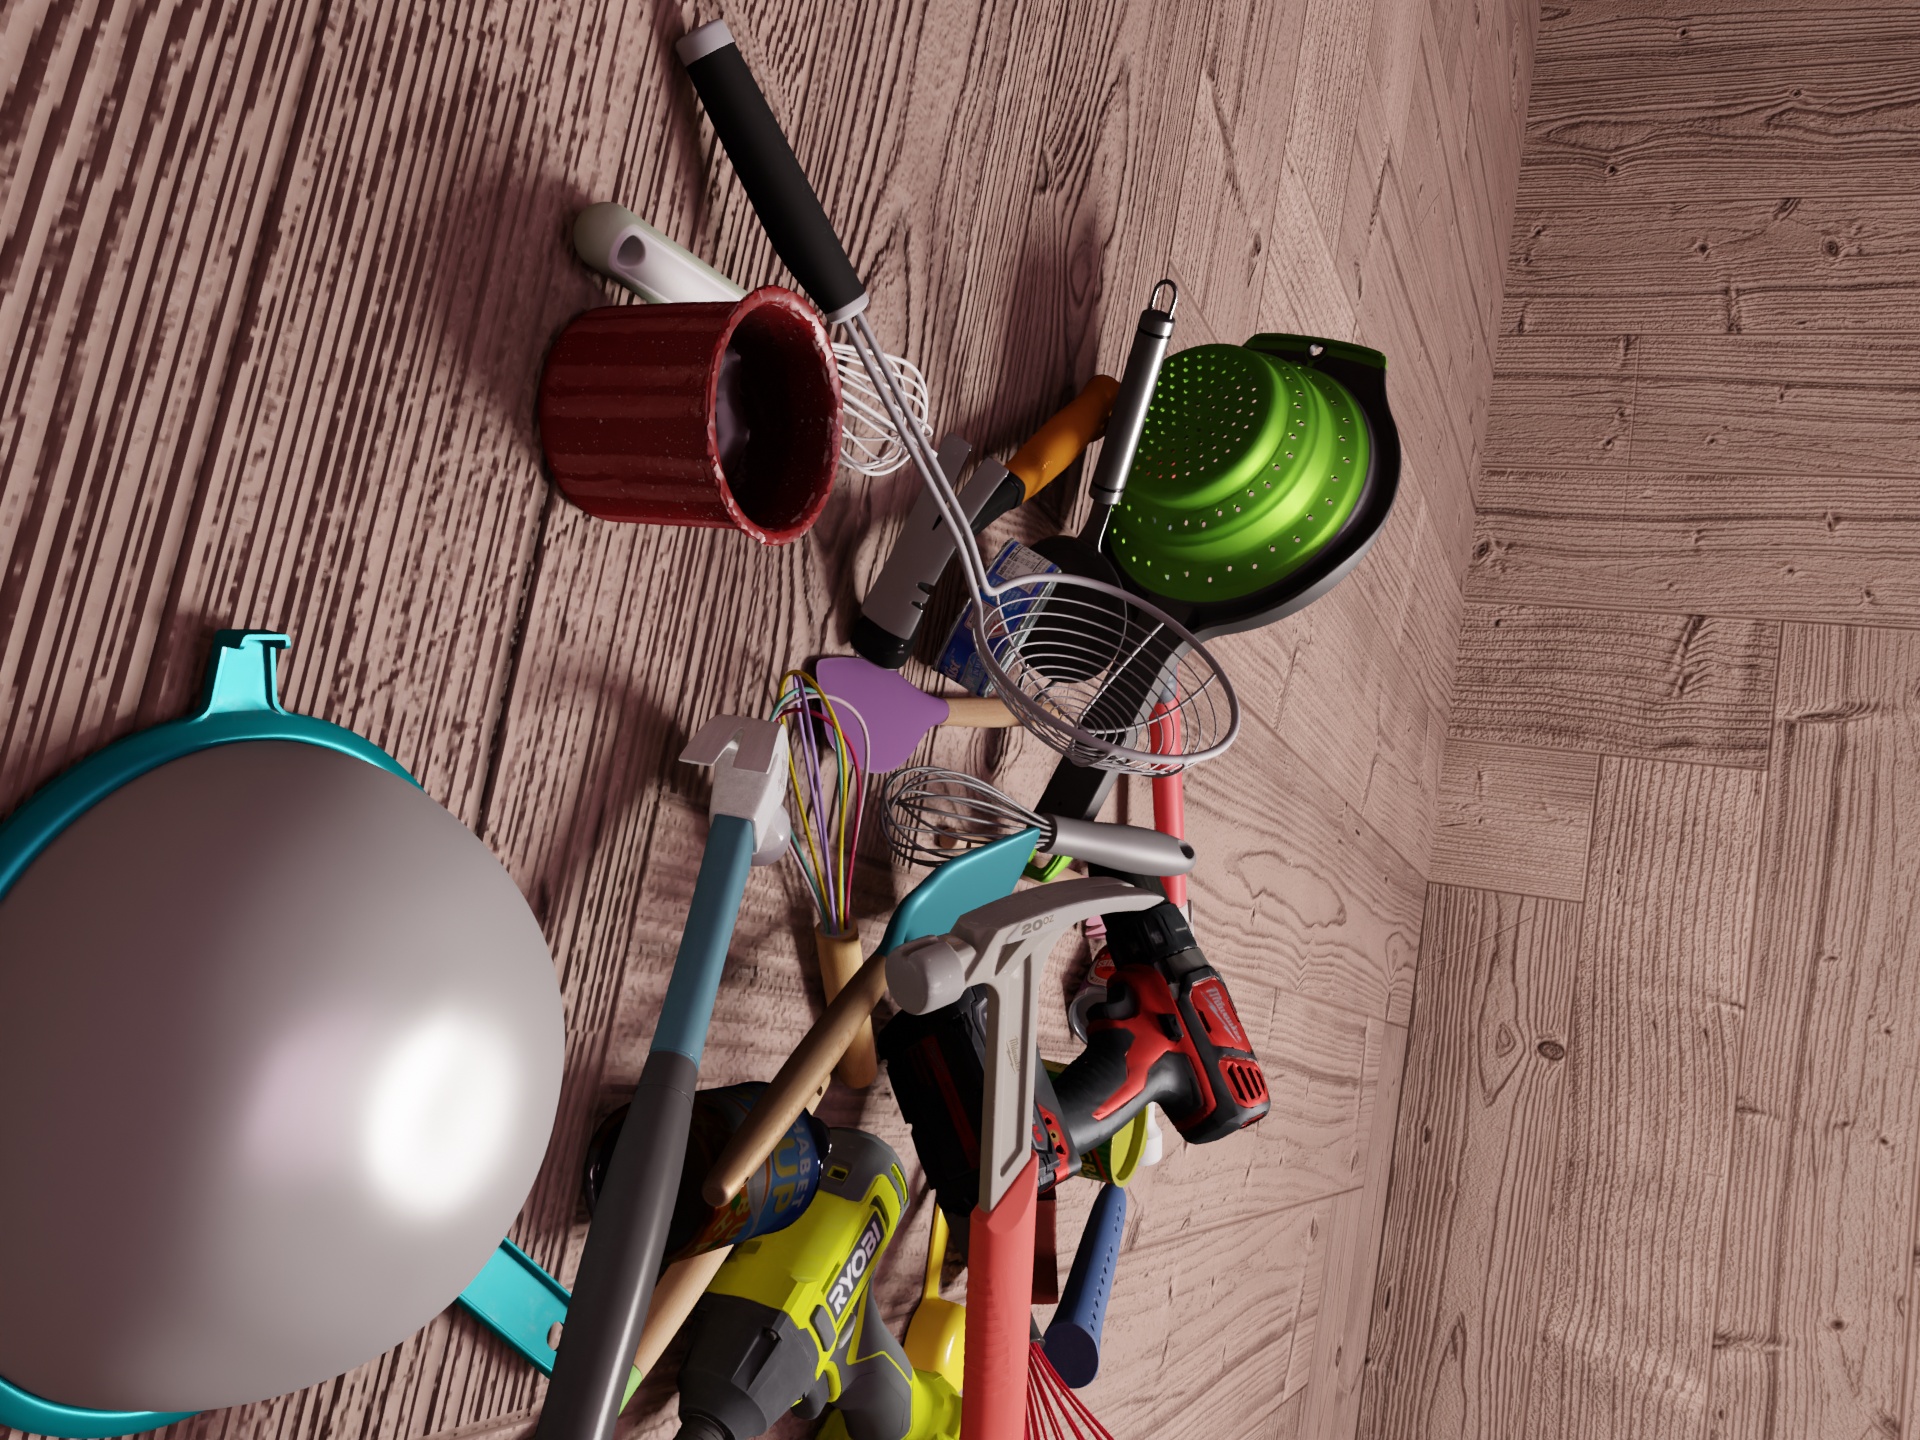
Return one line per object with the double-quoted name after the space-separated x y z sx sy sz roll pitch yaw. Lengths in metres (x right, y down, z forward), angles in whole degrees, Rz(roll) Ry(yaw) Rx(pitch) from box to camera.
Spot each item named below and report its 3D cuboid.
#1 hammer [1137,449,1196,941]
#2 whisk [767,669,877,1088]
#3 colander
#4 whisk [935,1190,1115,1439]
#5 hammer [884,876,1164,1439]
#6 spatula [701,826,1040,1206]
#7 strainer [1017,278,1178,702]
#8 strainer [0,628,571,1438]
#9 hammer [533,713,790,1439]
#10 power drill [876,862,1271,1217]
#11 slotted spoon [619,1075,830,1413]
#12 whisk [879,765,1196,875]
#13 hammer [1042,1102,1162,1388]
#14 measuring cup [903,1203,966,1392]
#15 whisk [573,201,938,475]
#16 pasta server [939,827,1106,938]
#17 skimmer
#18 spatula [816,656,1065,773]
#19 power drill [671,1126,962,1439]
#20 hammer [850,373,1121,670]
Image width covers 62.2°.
0.154 -0.011 1.202 0.143 0.038 0.386 -58 145 -76 "hammer"
-0.062 0.085 0.772 0.051 0.047 0.244 -51 143 -51 "whisk"
0.118 -0.091 0.964 0.094 0.205 0.397 40 76 -49 "colander"
0.044 0.361 0.867 0.296 0.073 0.073 63 0 41 "whisk"
0.027 0.254 0.771 0.149 0.037 0.359 -12 111 -39 "hammer"
-0.036 0.131 0.734 0.082 0.044 0.317 -64 173 25 "spatula"
0.082 -0.121 0.890 0.050 0.087 0.258 -20 136 -44 "strainer"
-0.164 0.147 0.501 0.211 0.095 0.340 -66 148 -35 "strainer"
-0.108 0.139 0.578 0.128 0.033 0.331 97 2 -55 "hammer"
0.066 0.169 0.912 0.226 0.080 0.188 -9 69 -41 "power drill"
-0.129 0.259 0.683 0.070 0.031 0.314 64 34 -21 "slotted spoon"
0.050 0.066 0.900 0.238 0.055 0.055 12 83 -37 "whisk"
0.105 0.317 1.095 0.405 0.035 0.144 -40 131 -74 "hammer"
-0.003 0.332 0.966 0.062 0.029 0.156 23 74 -64 "measuring cup"
-0.078 -0.159 0.680 0.058 0.059 0.246 -57 151 7 "whisk"
0.058 0.104 1.057 0.316 0.040 0.060 27 71 -60 "pasta server"
0.005 -0.131 0.673 0.363 0.090 0.127 61 31 -20 "skimmer"
-0.001 -0.003 0.905 0.315 0.018 0.060 -1 80 -66 "spatula"
-0.066 0.339 0.786 0.171 0.080 0.223 -54 138 -47 "power drill"
0.038 -0.145 0.899 0.127 0.034 0.337 -61 174 33 "hammer"
